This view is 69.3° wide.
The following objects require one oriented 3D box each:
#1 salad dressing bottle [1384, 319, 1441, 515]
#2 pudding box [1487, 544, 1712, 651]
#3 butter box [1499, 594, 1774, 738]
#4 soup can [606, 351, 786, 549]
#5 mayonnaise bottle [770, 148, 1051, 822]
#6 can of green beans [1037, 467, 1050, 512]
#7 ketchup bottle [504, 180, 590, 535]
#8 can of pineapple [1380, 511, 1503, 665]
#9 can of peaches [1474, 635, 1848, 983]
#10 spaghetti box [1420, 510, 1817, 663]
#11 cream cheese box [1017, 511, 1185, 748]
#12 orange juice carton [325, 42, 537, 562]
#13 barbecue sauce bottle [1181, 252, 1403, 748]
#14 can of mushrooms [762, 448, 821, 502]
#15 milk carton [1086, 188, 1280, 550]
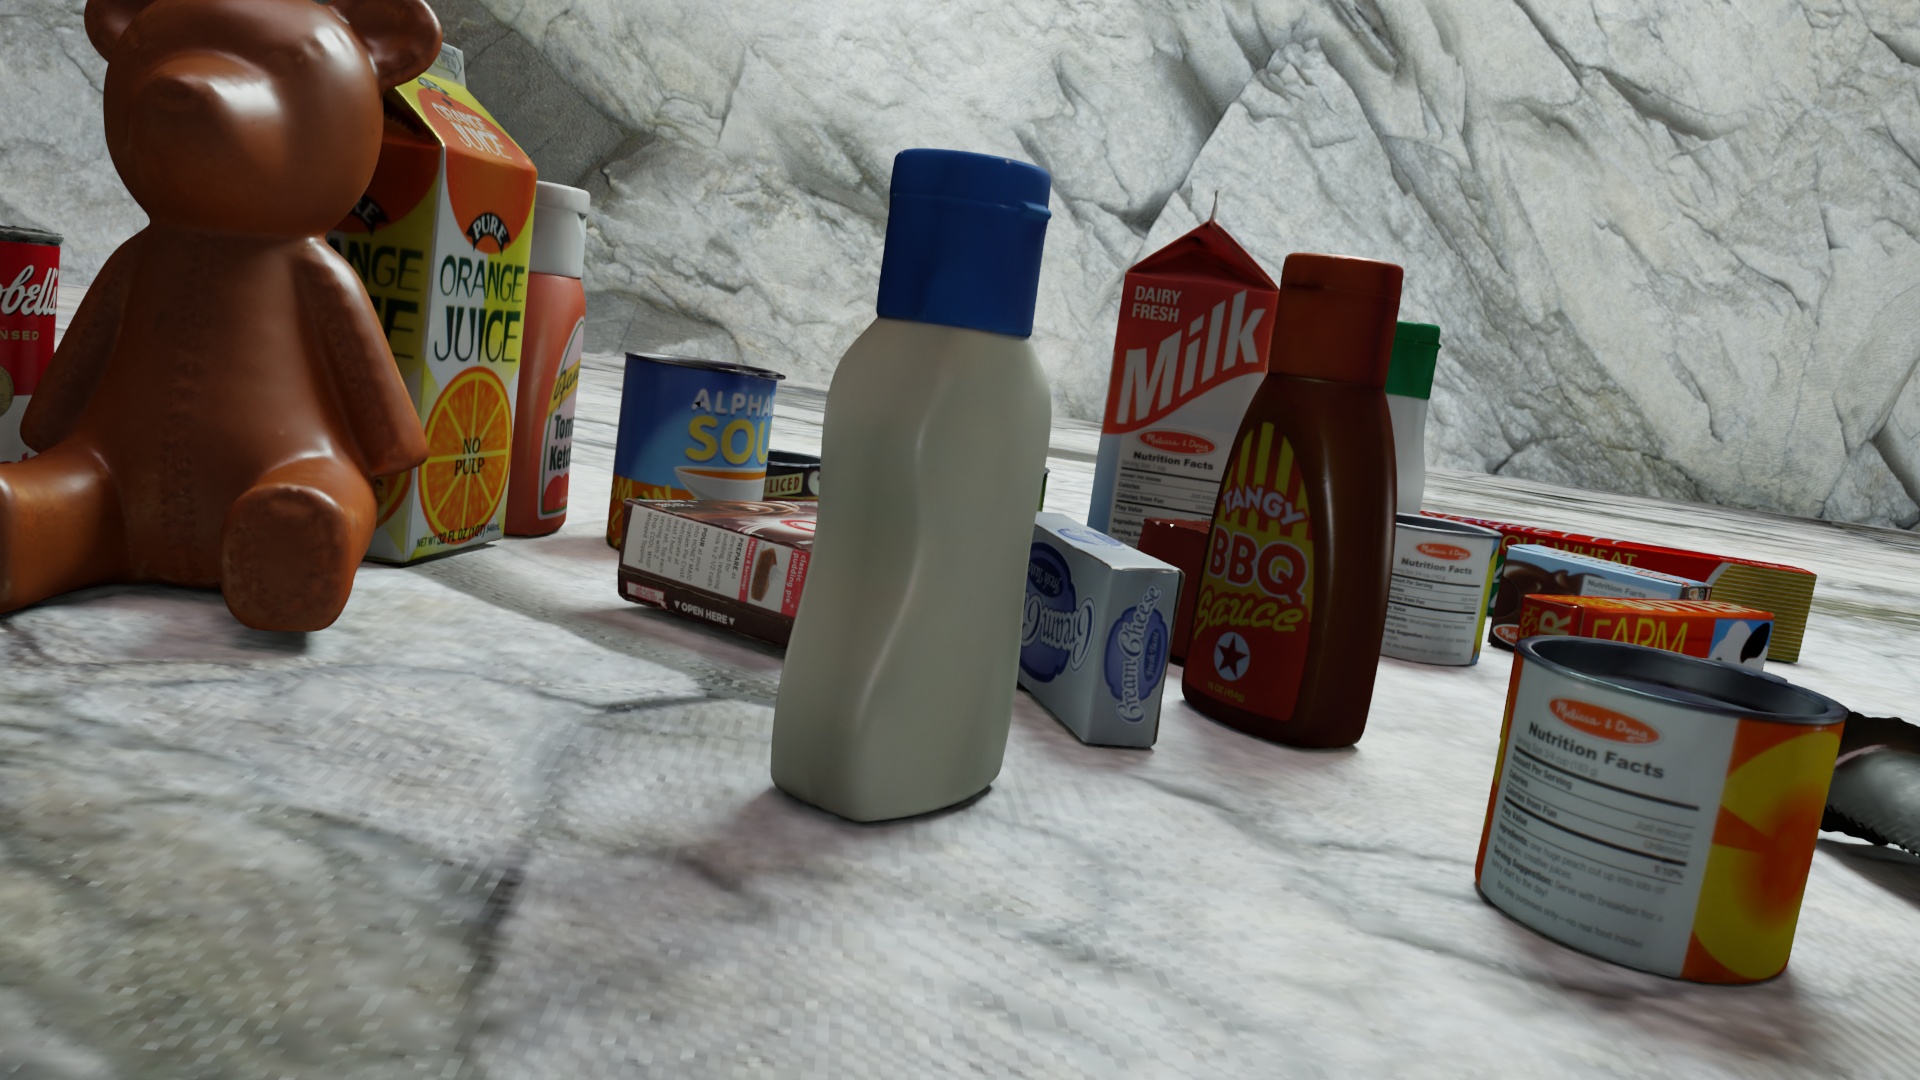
[{"bbox_3d":[0.215,-0.039,0.714,0.044,0.147,0.064,7,8,-5],"label":"salad dressing bottle"},{"bbox_3d":[0.287,0.033,0.629,0.030,0.049,0.084,1,10,-40],"label":"pudding box"},{"bbox_3d":[0.232,0.047,0.474,0.104,0.053,0.024,4,9,-28],"label":"butter box"},{"bbox_3d":[-0.114,-0.036,0.604,0.071,0.083,0.071,8,8,-1],"label":"soup can"},{"bbox_3d":[-0.007,-0.013,0.323,0.041,0.147,0.065,13,9,34],"label":"mayonnaise bottle"},{"bbox_3d":[0.003,-0.007,0.608,0.071,0.057,0.071,8,8,-1],"label":"can of green beans"},{"bbox_3d":[-0.187,-0.079,0.602,0.043,0.148,0.065,7,8,-4],"label":"ketchup bottle"},{"bbox_3d":[0.200,0.019,0.615,0.071,0.057,0.071,8,8,-1],"label":"can of pineapple"},{"bbox_3d":[0.155,0.057,0.311,0.071,0.058,0.071,8,8,-1],"label":"can of peaches"},{"bbox_3d":[0.322,0.020,0.751,0.250,0.050,0.029,9,8,8],"label":"spaghetti box"},{"bbox_3d":[0.036,0.024,0.438,0.024,0.053,0.104,6,8,-17],"label":"cream cheese box"},{"bbox_3d":[-0.213,-0.094,0.523,0.073,0.192,0.072,9,8,9],"label":"orange juice carton"},{"bbox_3d":[0.109,-0.014,0.437,0.044,0.148,0.065,3,9,-32],"label":"barbecue sauce bottle"},{"bbox_3d":[-0.102,-0.030,0.752,0.071,0.033,0.071,8,8,-1],"label":"can of mushrooms"},{"bbox_3d":[0.108,-0.069,0.667,0.073,0.190,0.072,9,8,8],"label":"milk carton"}]
